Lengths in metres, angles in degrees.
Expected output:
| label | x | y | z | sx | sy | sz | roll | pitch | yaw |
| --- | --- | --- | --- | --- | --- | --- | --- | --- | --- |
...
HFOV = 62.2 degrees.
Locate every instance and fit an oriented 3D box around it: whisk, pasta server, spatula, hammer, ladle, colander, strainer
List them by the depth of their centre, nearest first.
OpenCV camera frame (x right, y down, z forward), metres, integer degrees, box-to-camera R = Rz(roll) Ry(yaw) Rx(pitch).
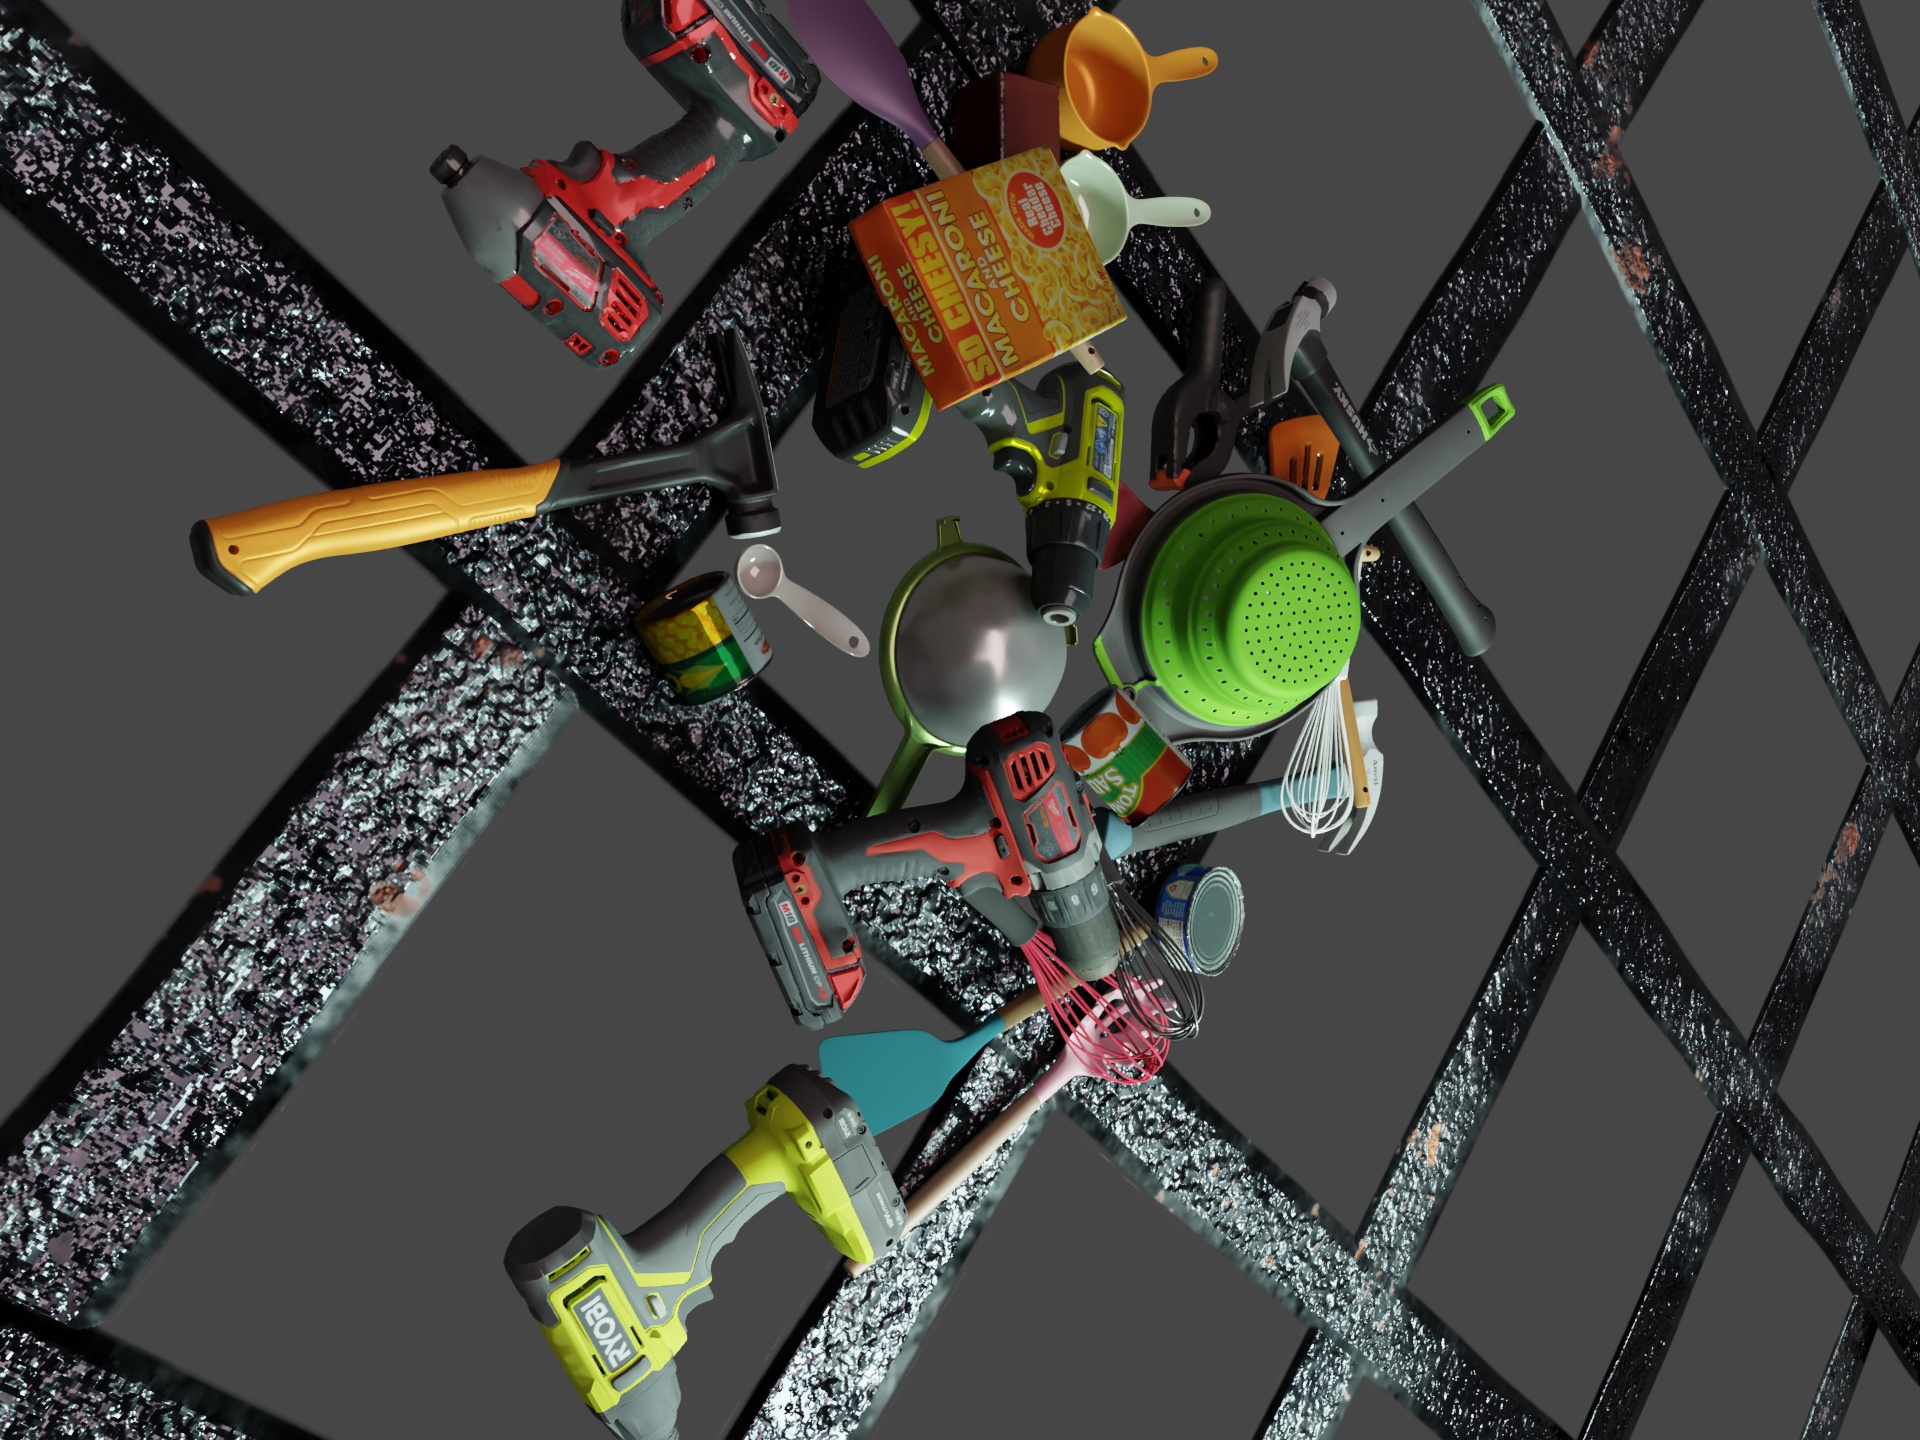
| label | x | y | z | sx | sy | sz | roll | pitch | yaw |
| --- | --- | --- | --- | --- | --- | --- | --- | --- | --- |
| hammer | -0.256 | -0.136 | 0.897 | 0.337 | 0.034 | 0.127 | -19 | 106 | -34 |
| spatula | -0.006 | -0.354 | 1.040 | 0.060 | 0.018 | 0.315 | -47 | 106 | -23 |
| strainer | -0.002 | -0.003 | 1.080 | 0.151 | 0.069 | 0.256 | 40 | 69 | -33 |
| whisk | 0.056 | 0.160 | 1.110 | 0.295 | 0.073 | 0.073 | 47 | 67 | -25 |
| whisk | 0.104 | 0.118 | 1.124 | 0.055 | 0.055 | 0.239 | -13 | 66 | -36 |
| pasta server | 0.038 | 0.293 | 1.160 | 0.316 | 0.040 | 0.060 | -37 | 102 | -27 |
| spatula | 0.037 | 0.205 | 1.161 | 0.317 | 0.044 | 0.082 | -24 | 108 | -38 |
| colander | 0.286 | -0.127 | 1.178 | 0.397 | 0.094 | 0.204 | -38 | 111 | -10 |
| ladle | 0.204 | -0.142 | 1.225 | 0.315 | 0.031 | 0.069 | 2 | 99 | -29 |
| whisk | 0.295 | -0.028 | 1.269 | 0.059 | 0.058 | 0.246 | -13 | 109 | -72 |
| hammer | 0.227 | 0.065 | 1.283 | 0.331 | 0.033 | 0.128 | -10 | 99 | -36 |
| hammer | 0.342 | -0.187 | 1.286 | 0.334 | 0.035 | 0.146 | 52 | 48 | -19 |
| spatula | 0.304 | -0.087 | 1.304 | 0.081 | 0.041 | 0.322 | -13 | 92 | -30 |

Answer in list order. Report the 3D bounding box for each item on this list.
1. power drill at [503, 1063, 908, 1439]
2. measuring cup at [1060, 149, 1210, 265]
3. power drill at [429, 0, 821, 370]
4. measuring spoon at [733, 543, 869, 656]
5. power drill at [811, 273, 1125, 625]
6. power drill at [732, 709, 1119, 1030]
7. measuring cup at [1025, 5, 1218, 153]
| label | x | y | z | sx | sy | sz | roll | pitch | yaw |
| --- | --- | --- | --- | --- | --- | --- | --- | --- | --- |
| power drill | -0.151 | 0.336 | 0.999 | 0.223 | 0.080 | 0.171 | -32 | 112 | -26 |
| measuring cup | 0.114 | -0.367 | 1.155 | 0.167 | 0.038 | 0.083 | -14 | 103 | -38 |
| power drill | -0.192 | -0.325 | 0.905 | 0.143 | 0.079 | 0.220 | 42 | 73 | -32 |
| measuring spoon | -0.104 | -0.074 | 1.034 | 0.124 | 0.018 | 0.034 | 37 | 72 | -41 |
| power drill | 0.018 | -0.182 | 1.050 | 0.228 | 0.080 | 0.191 | 26 | 60 | -36 |
| power drill | -0.013 | 0.115 | 1.019 | 0.226 | 0.080 | 0.187 | -23 | 109 | -6 |
| measuring cup | 0.115 | -0.458 | 1.139 | 0.173 | 0.052 | 0.095 | -28 | 111 | -38 |
